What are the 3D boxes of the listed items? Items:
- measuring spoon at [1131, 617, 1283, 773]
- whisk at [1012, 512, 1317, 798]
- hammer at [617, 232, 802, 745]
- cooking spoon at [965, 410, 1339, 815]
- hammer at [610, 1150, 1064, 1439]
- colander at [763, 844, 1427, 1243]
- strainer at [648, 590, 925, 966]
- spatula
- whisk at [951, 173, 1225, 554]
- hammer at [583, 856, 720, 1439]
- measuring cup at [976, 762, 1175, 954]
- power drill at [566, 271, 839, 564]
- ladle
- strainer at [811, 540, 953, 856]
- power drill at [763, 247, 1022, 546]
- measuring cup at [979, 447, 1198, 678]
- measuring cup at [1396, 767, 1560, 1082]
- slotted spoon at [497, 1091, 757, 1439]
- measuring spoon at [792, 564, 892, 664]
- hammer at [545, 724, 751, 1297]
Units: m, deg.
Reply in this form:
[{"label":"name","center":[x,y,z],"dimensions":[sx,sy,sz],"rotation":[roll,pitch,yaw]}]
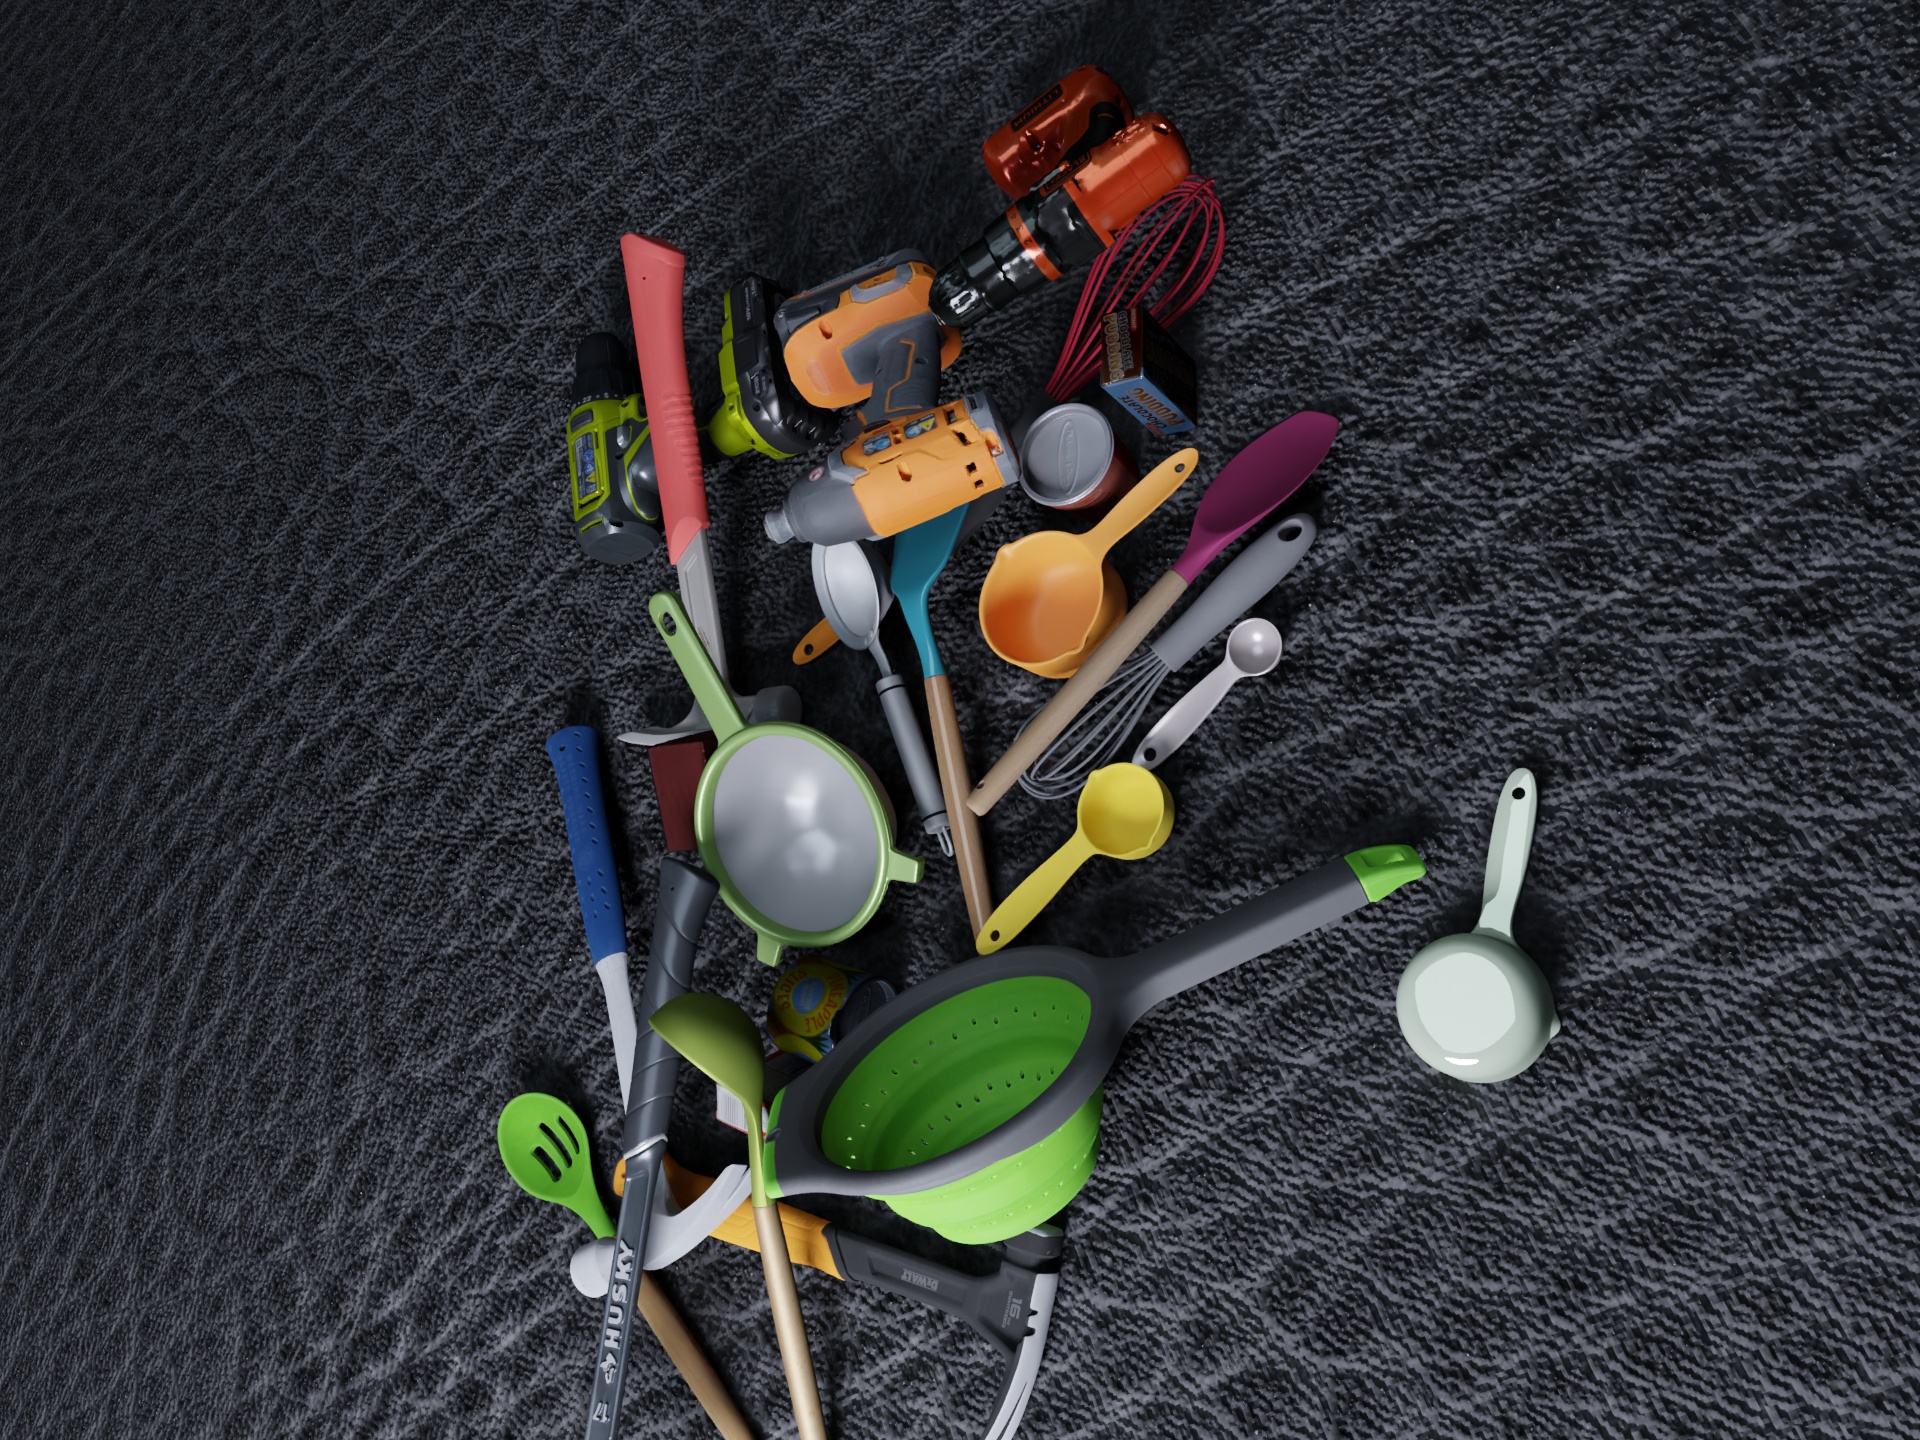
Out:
[{"label":"measuring spoon","center":[0.148,-0.012,0.956],"dimensions":[0.124,0.018,0.034],"rotation":[-47,62,20]},{"label":"whisk","center":[0.122,-0.040,0.962],"dimensions":[0.239,0.055,0.055],"rotation":[-43,58,10]},{"label":"hammer","center":[-0.205,-0.161,1.132],"dimensions":[0.149,0.036,0.359],"rotation":[-6,95,29]},{"label":"cooking spoon","center":[0.113,-0.066,0.944],"dimensions":[0.319,0.017,0.069],"rotation":[-48,34,-5]},{"label":"hammer","center":[-0.094,0.335,0.997],"dimensions":[0.337,0.034,0.127],"rotation":[8,80,34]},{"label":"colander","center":[0.085,0.188,0.889],"dimensions":[0.397,0.205,0.094],"rotation":[-26,108,6]},{"label":"strainer","center":[-0.123,0.023,1.050],"dimensions":[0.151,0.069,0.256],"rotation":[-34,83,31]},{"label":"spatula","center":[-0.002,-0.003,1.021],"dimensions":[0.082,0.044,0.317],"rotation":[-20,77,45]},{"label":"whisk","center":[0.074,-0.226,1.037],"dimensions":[0.296,0.073,0.073],"rotation":[-52,56,15]},{"label":"hammer","center":[-0.203,0.287,0.993],"dimensions":[0.149,0.036,0.409],"rotation":[-3,72,30]},{"label":"measuring cup","center":[0.069,0.090,0.968],"dimensions":[0.156,0.029,0.062],"rotation":[-46,57,16]},{"label":"power drill","center":[-0.210,-0.244,1.210],"dimensions":[0.228,0.080,0.191],"rotation":[-21,67,29]},{"label":"ladle","center":[-0.123,0.316,0.947],"dimensions":[0.078,0.062,0.320],"rotation":[-179,77,-74]},{"label":"strainer","center":[-0.048,-0.030,1.059],"dimensions":[0.087,0.050,0.259],"rotation":[-45,61,58]},{"label":"power drill","center":[-0.061,-0.205,1.044],"dimensions":[0.164,0.084,0.227],"rotation":[-22,45,7]},{"label":"measuring cup","center":[0.091,-0.098,0.991],"dimensions":[0.173,0.052,0.095],"rotation":[-43,58,13]},{"label":"measuring cup","center":[0.273,0.103,0.824],"dimensions":[0.083,0.038,0.167],"rotation":[9,84,34]},{"label":"slotted spoon","center":[-0.222,0.372,1.072],"dimensions":[0.314,0.031,0.070],"rotation":[44,101,31]},{"label":"measuring spoon","center":[-0.074,-0.074,1.116],"dimensions":[0.117,0.011,0.021],"rotation":[-37,65,23]},{"label":"hammer","center":[-0.236,0.175,1.108],"dimensions":[0.144,0.035,0.406],"rotation":[-31,57,19]}]
